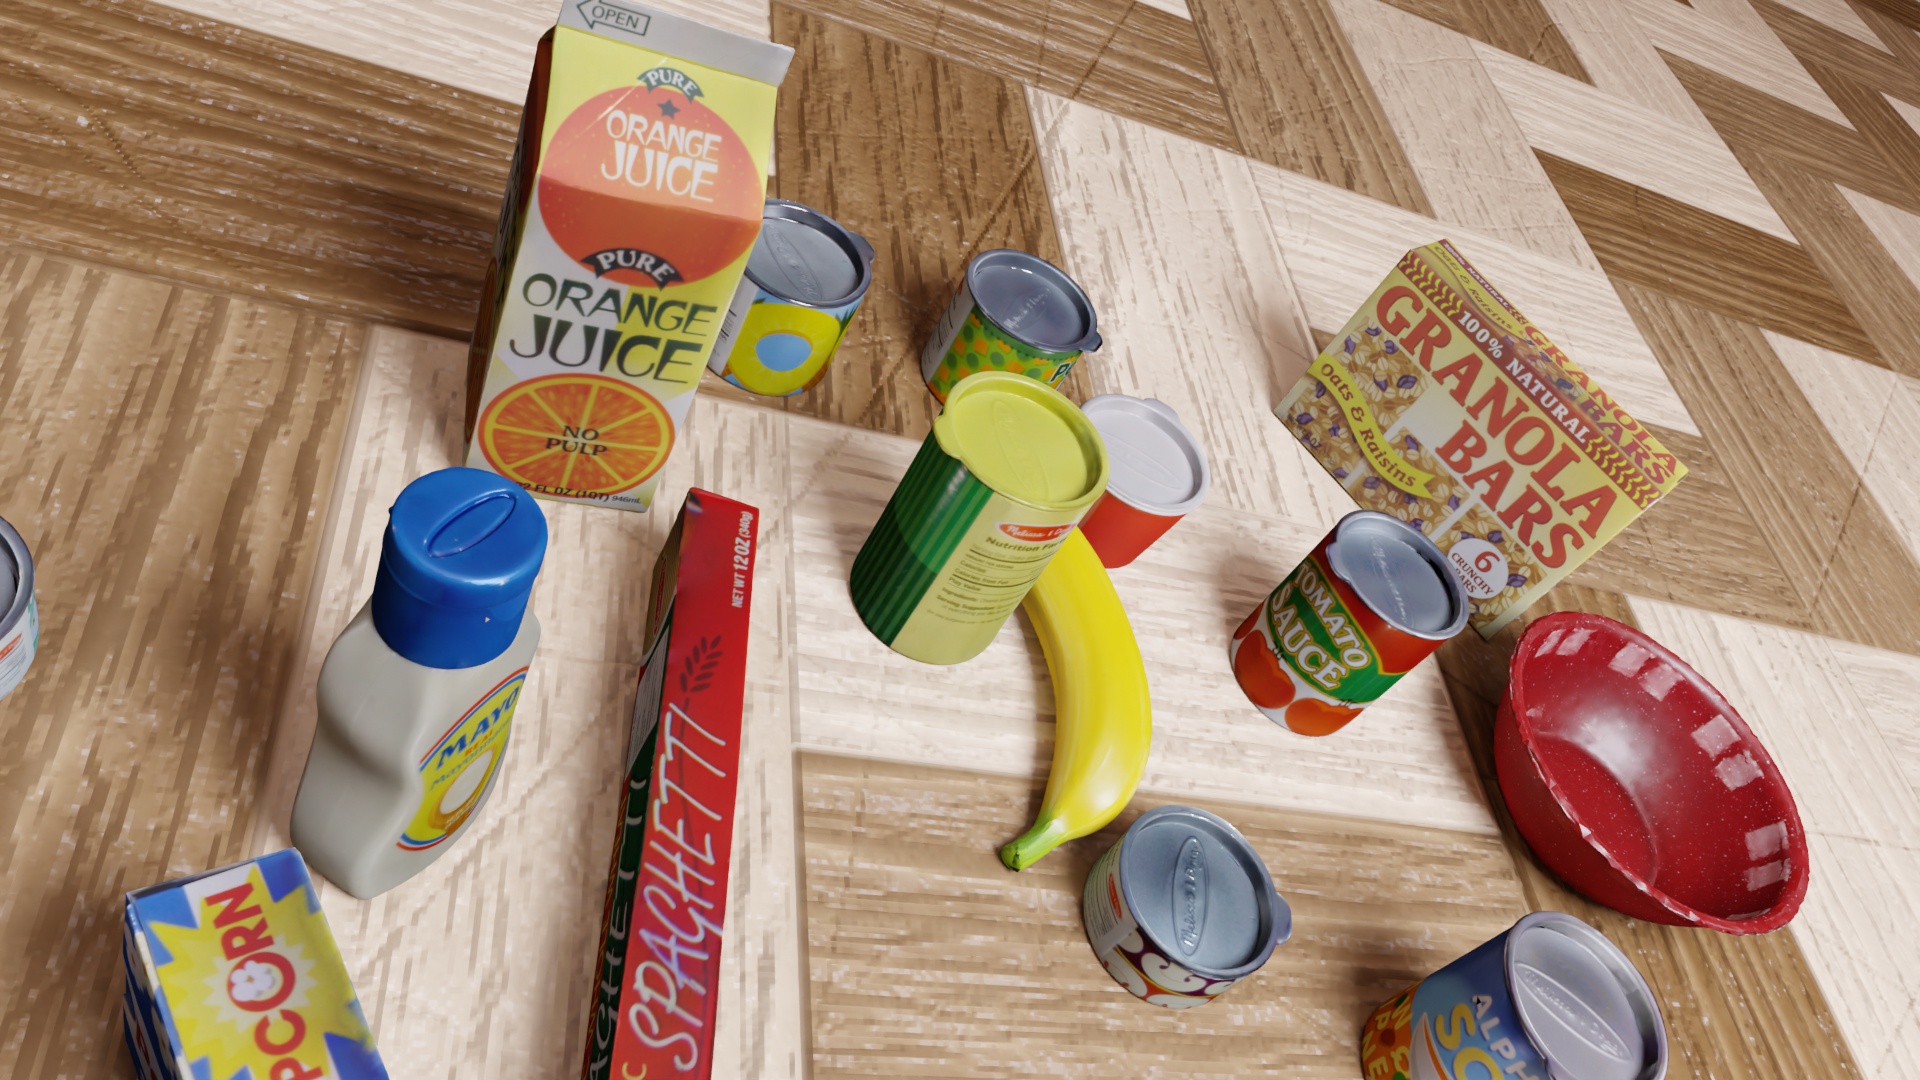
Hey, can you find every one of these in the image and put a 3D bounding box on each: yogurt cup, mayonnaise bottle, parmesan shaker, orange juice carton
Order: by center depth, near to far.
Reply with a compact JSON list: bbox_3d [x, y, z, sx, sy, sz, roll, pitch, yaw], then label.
[{"bbox_3d":[-0.144,0.040,0.376,0.041,0.147,0.065,38,44,4],"label":"mayonnaise bottle"},{"bbox_3d":[-0.120,-0.099,0.480,0.072,0.191,0.073,8,49,-25],"label":"orange juice carton"},{"bbox_3d":[0.002,-0.007,0.534,0.071,0.102,0.072,16,46,-18],"label":"parmesan shaker"},{"bbox_3d":[0.070,-0.024,0.624,0.072,0.053,0.073,16,46,-18],"label":"yogurt cup"}]

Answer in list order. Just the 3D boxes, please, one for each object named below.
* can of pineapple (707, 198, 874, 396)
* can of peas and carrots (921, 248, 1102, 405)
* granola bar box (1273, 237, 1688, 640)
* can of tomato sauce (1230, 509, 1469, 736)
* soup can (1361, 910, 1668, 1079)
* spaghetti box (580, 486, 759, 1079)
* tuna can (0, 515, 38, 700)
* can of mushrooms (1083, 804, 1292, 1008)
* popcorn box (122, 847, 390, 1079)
[{"bbox_3d":[-0.078,-0.105,0.606,0.071,0.057,0.071,16,46,-18],"label":"can of pineapple"},{"bbox_3d":[0.024,-0.092,0.653,0.071,0.058,0.071,16,46,-18],"label":"can of peas and carrots"},{"bbox_3d":[0.257,-0.051,0.705,0.039,0.123,0.166,-23,66,-41],"label":"granola bar box"},{"bbox_3d":[0.166,0.038,0.604,0.071,0.082,0.071,16,46,-18],"label":"can of tomato sauce"},{"bbox_3d":[0.193,0.182,0.494,0.071,0.083,0.072,16,46,-18],"label":"soup can"},{"bbox_3d":[-0.090,0.093,0.432,0.029,0.050,0.251,15,47,-19],"label":"spaghetti box"},{"bbox_3d":[-0.299,0.019,0.388,0.071,0.032,0.071,16,46,-17],"label":"tuna can"},{"bbox_3d":[0.082,0.135,0.507,0.071,0.033,0.071,16,46,-17],"label":"can of mushrooms"},{"bbox_3d":[-0.156,0.148,0.321,0.038,0.084,0.127,-15,62,-38],"label":"popcorn box"}]
